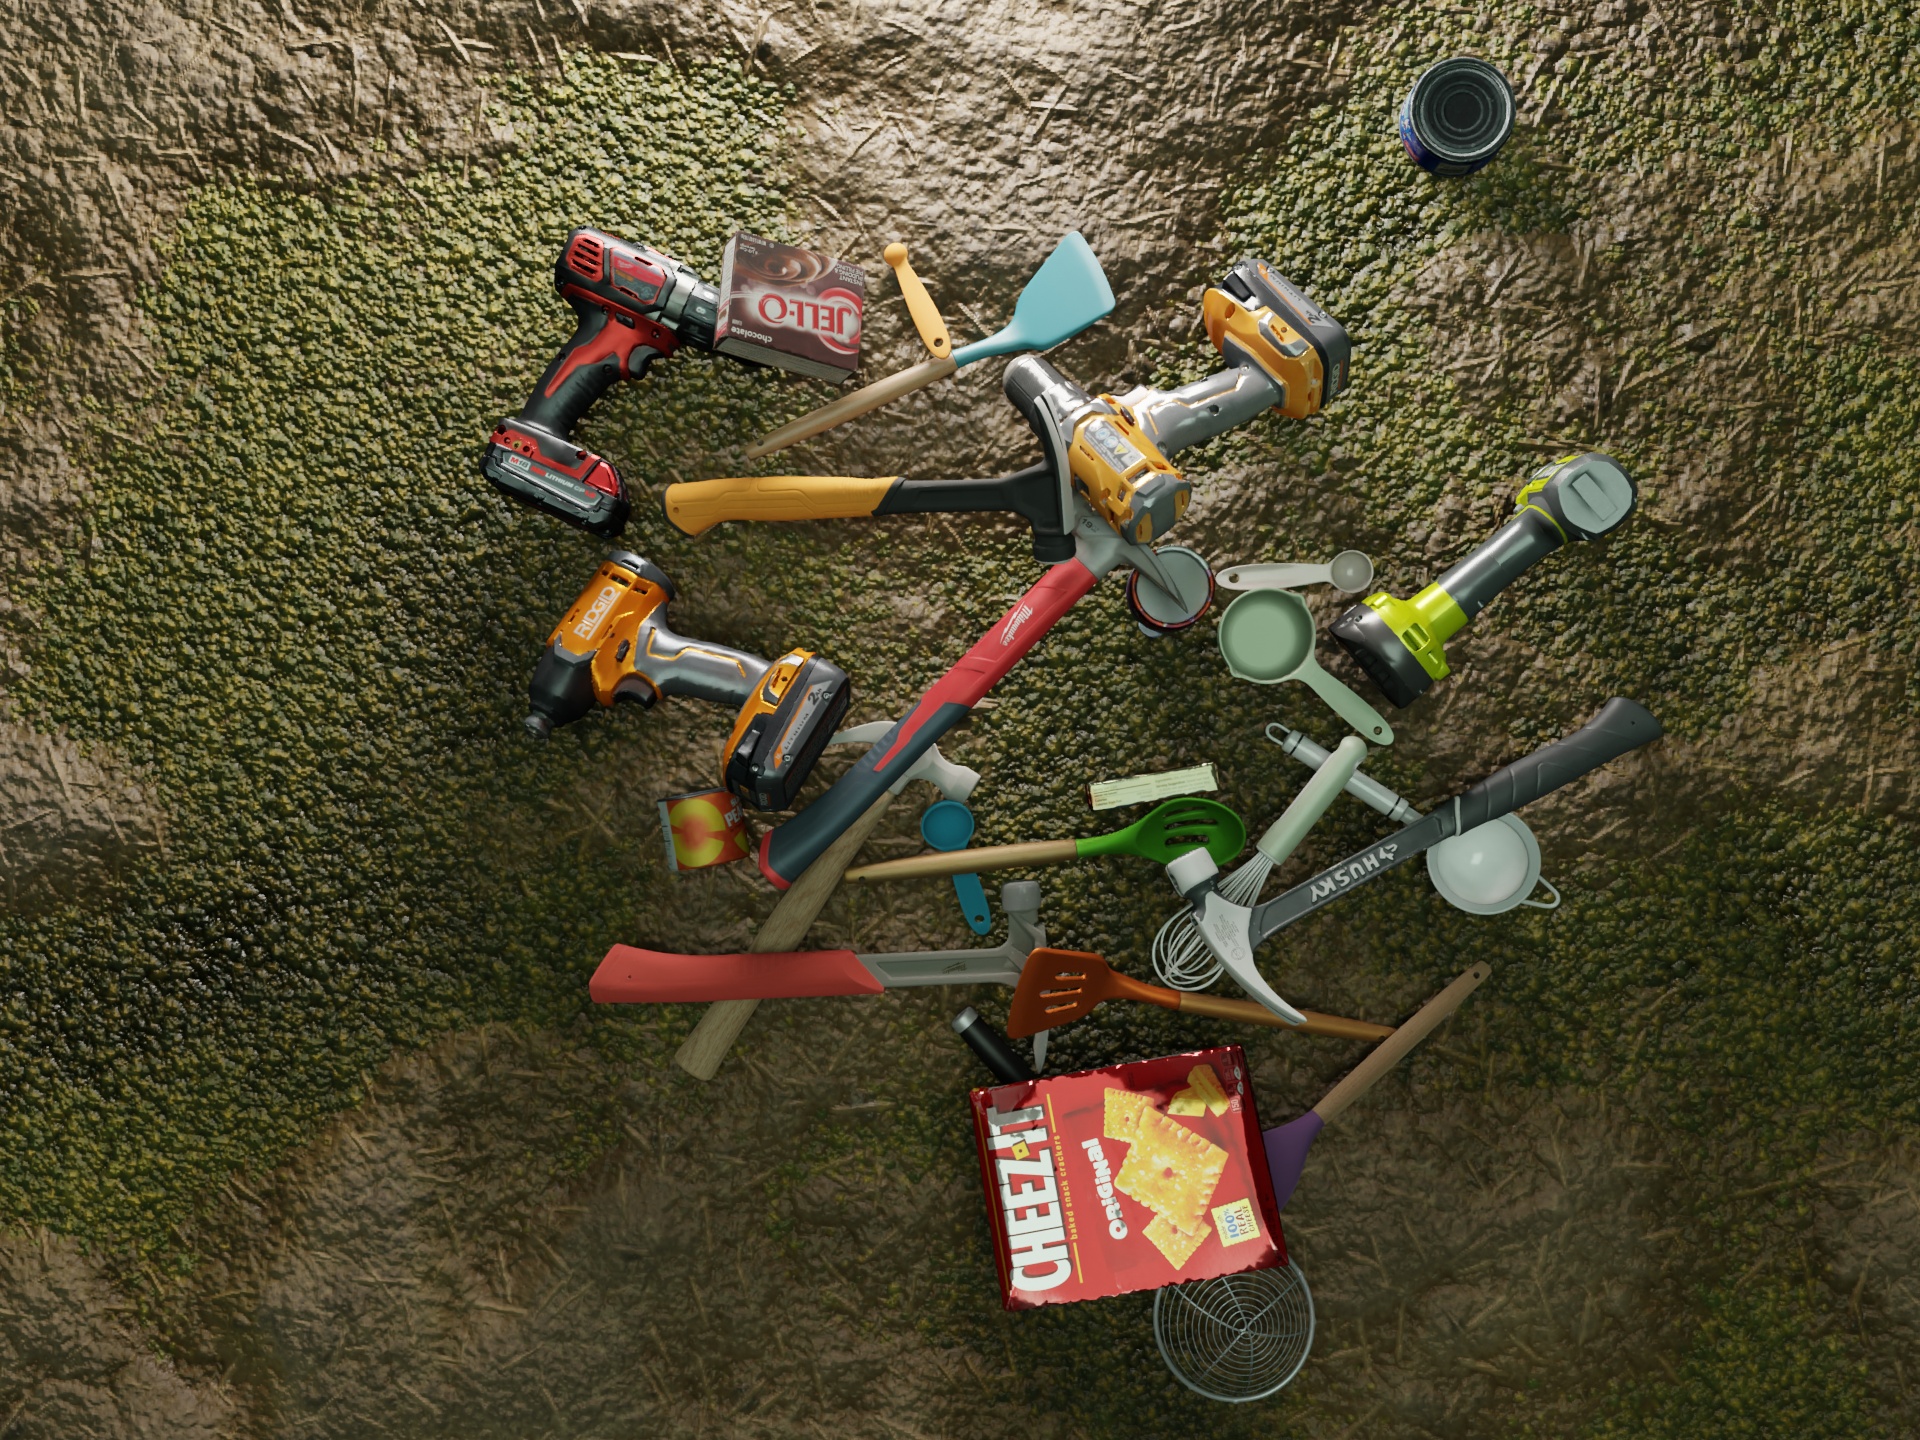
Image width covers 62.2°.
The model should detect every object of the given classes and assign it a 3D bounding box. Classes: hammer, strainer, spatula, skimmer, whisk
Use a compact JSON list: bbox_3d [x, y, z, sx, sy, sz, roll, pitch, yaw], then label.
[{"bbox_3d":[-0.002,-0.004,1.225,0.386,0.038,0.143,-45,60,2],"label":"hammer"},{"bbox_3d":[0.354,0.074,1.262,0.258,0.050,0.087,33,84,7],"label":"strainer"},{"bbox_3d":[0.366,0.086,1.216,0.409,0.036,0.149,-26,78,-12],"label":"hammer"},{"bbox_3d":[-0.079,-0.180,1.228,0.337,0.034,0.127,0,115,19],"label":"hammer"},{"bbox_3d":[-0.031,-0.285,1.272,0.317,0.044,0.082,-24,69,4],"label":"spatula"},{"bbox_3d":[0.194,0.227,1.238,0.322,0.041,0.081,11,111,-11],"label":"spatula"},{"bbox_3d":[-0.129,0.145,1.284,0.130,0.031,0.331,34,92,1],"label":"hammer"},{"bbox_3d":[0.124,0.367,1.245,0.127,0.090,0.363,-42,88,-7],"label":"skimmer"},{"bbox_3d":[0.237,0.111,1.251,0.059,0.057,0.246,40,96,21],"label":"whisk"},{"bbox_3d":[0.301,0.296,1.247,0.316,0.018,0.060,-40,78,-9],"label":"spatula"},{"bbox_3d":[-0.109,0.208,1.250,0.359,0.036,0.149,-3,89,2],"label":"hammer"}]

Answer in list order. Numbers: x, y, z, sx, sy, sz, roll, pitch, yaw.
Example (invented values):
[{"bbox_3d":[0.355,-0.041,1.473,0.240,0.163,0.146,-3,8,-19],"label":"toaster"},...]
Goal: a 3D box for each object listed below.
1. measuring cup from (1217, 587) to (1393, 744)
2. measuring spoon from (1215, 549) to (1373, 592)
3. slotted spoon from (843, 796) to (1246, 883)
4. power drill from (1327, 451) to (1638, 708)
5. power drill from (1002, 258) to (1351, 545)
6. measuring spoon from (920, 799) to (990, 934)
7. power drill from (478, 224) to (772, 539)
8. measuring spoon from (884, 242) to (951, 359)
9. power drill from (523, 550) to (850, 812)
[{"bbox_3d":[0.276,-0.037,1.265,0.167,0.038,0.083,40,92,-1],"label":"measuring cup"},{"bbox_3d":[0.268,-0.117,1.278,0.124,0.018,0.034,-2,90,9],"label":"measuring spoon"},{"bbox_3d":[0.065,0.101,1.243,0.313,0.031,0.070,-7,121,0],"label":"slotted spoon"},{"bbox_3d":[0.392,-0.112,1.204,0.223,0.171,0.080,-40,89,10],"label":"power drill"},{"bbox_3d":[0.160,-0.259,1.222,0.226,0.084,0.185,-36,65,-9],"label":"power drill"},{"bbox_3d":[0.001,0.116,1.270,0.042,0.021,0.128,-17,117,2],"label":"measuring spoon"},{"bbox_3d":[-0.261,-0.260,1.266,0.188,0.080,0.227,24,87,-5],"label":"power drill"},{"bbox_3d":[-0.034,-0.336,1.269,0.021,0.011,0.117,-27,70,8],"label":"measuring spoon"},{"bbox_3d":[-0.218,-0.019,1.234,0.226,0.084,0.164,27,67,9],"label":"power drill"}]
